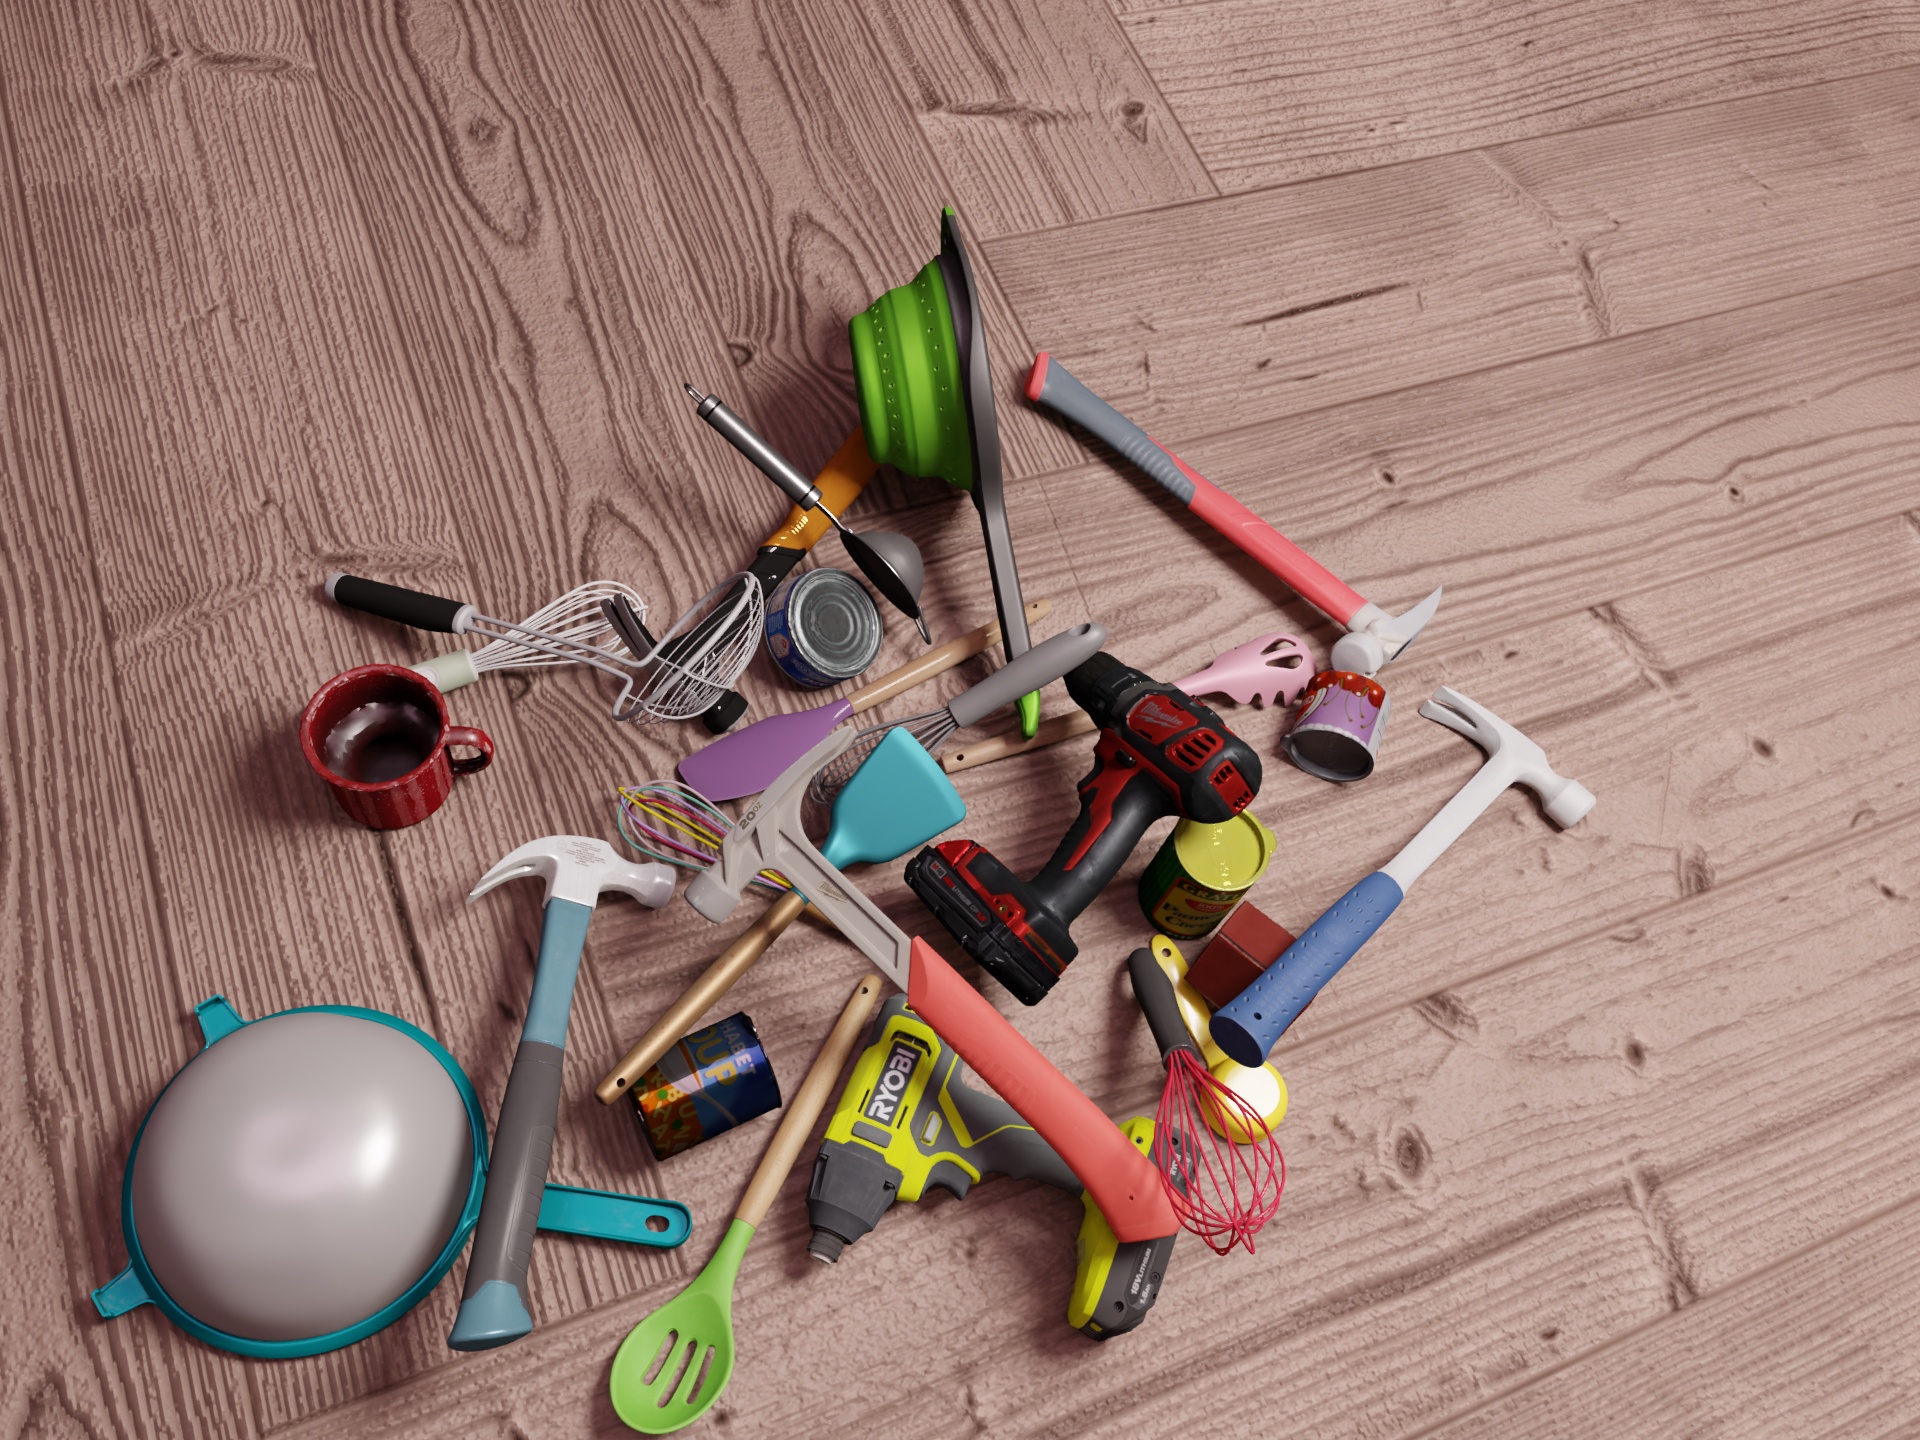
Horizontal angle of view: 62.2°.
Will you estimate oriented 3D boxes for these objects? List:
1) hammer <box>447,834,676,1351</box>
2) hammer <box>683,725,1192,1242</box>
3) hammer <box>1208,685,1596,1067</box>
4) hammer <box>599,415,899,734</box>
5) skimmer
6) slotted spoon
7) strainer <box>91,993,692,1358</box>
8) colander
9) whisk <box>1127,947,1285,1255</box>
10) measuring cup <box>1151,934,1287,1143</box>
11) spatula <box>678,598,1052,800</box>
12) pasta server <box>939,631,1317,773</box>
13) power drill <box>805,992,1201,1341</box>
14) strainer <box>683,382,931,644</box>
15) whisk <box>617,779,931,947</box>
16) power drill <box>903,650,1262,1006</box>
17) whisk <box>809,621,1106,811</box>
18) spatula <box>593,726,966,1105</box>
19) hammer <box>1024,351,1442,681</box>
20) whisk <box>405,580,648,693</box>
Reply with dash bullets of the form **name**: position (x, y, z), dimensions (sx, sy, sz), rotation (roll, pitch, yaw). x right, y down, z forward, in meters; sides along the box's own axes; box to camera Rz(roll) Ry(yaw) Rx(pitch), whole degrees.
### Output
- **hammer**: position (-0.254, 0.211, 0.962), dimensions (0.128, 0.033, 0.331), rotation (20, 47, -23)
- **hammer**: position (0.004, 0.171, 0.968), dimensions (0.359, 0.036, 0.149), rotation (42, 88, 10)
- **hammer**: position (0.302, 0.107, 1.119), dimensions (0.144, 0.035, 0.405), rotation (44, 51, 15)
- **hammer**: position (-0.128, -0.148, 1.206), dimensions (0.127, 0.034, 0.337), rotation (48, 56, -20)
- **skimmer**: position (-0.293, -0.076, 1.064), dimensions (0.363, 0.090, 0.127), rotation (14, 53, 22)
- **slotted spoon**: position (-0.121, 0.294, 1.000), dimensions (0.070, 0.031, 0.314), rotation (16, 57, 19)
- **strainer**: position (-0.328, 0.268, 0.939), dimensions (0.340, 0.095, 0.211), rotation (10, 61, -3)
- **colander**: position (-0.017, -0.175, 1.181), dimensions (0.094, 0.204, 0.397), rotation (-10, 81, -3)
- **whisk**: position (0.140, 0.220, 0.982), dimensions (0.073, 0.073, 0.296), rotation (5, 21, -7)
- **measuring cup**: position (0.172, 0.213, 1.091), dimensions (0.062, 0.029, 0.157), rotation (-19, 67, -18)
- **spatula**: position (-0.060, -0.020, 1.178), dimensions (0.316, 0.018, 0.060), rotation (-28, 54, -22)
- **pasta server**: position (0.133, -0.009, 1.205), dimensions (0.316, 0.040, 0.060), rotation (-17, 67, -13)
- **power drill**: position (0.023, 0.291, 1.001), dimensions (0.223, 0.080, 0.171), rotation (22, 61, 6)
- **strainer**: position (-0.102, -0.159, 1.164), dimensions (0.258, 0.087, 0.050), rotation (42, 81, -10)
- **whisk**: position (-0.130, 0.108, 1.088), dimensions (0.245, 0.047, 0.051), rotation (29, 60, 2)
- **power drill**: position (0.072, 0.058, 1.074), dimensions (0.226, 0.080, 0.188), rotation (-44, 41, -2)
- **whisk**: position (-0.002, -0.004, 1.117), dimensions (0.239, 0.055, 0.055), rotation (-30, 69, 7)
- **spatula**: position (-0.119, 0.130, 1.029), dimensions (0.082, 0.044, 0.317), rotation (53, 55, -12)
- **hammer**: position (0.211, -0.182, 1.293), dimensions (0.386, 0.038, 0.143), rotation (41, 45, 17)
- **whisk**: position (-0.340, -0.042, 1.130), dimensions (0.246, 0.059, 0.058), rotation (-21, 95, -15)
